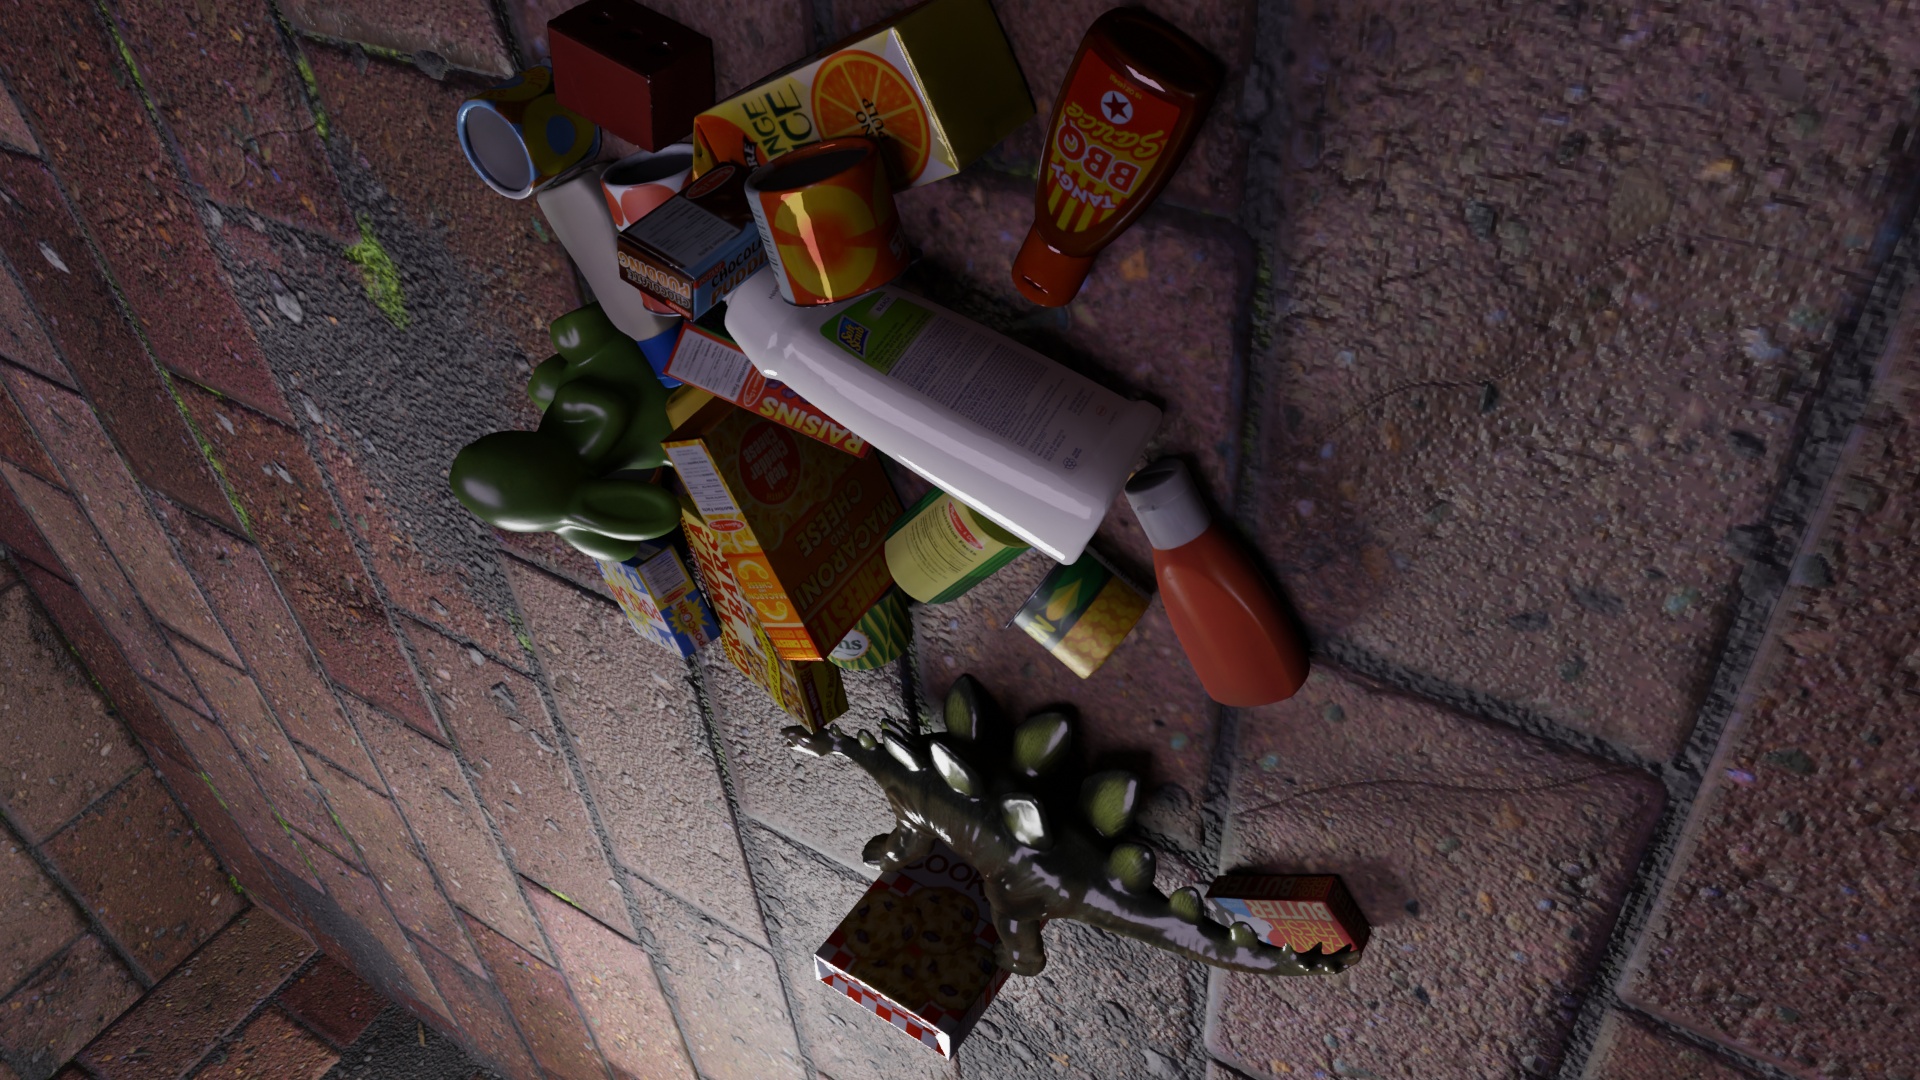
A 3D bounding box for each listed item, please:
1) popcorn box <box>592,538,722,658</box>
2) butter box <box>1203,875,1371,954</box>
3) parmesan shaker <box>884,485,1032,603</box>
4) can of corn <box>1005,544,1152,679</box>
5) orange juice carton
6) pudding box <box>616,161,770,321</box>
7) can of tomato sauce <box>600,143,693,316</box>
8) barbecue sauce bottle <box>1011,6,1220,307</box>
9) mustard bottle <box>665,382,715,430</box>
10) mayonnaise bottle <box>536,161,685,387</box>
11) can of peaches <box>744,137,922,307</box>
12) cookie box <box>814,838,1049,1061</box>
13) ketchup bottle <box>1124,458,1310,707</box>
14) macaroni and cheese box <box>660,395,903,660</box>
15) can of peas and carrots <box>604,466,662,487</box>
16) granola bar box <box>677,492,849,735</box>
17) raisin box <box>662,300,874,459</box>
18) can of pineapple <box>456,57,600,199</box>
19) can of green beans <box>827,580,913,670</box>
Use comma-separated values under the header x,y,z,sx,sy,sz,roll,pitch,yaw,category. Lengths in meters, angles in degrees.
x,y,z,sx,sy,sz,roll,pitch,yaw,category
-0.245,0.040,1.109,0.126,0.038,0.085,12,132,59,popcorn box
0.221,0.253,0.942,0.103,0.024,0.053,-16,115,48,butter box
0.003,-0.011,0.851,0.071,0.072,0.102,47,143,-5,parmesan shaker
0.072,0.043,0.836,0.058,0.071,0.070,39,142,3,can of corn
-0.064,-0.213,0.712,0.192,0.072,0.072,-5,122,44,orange juice carton
-0.125,-0.151,0.695,0.050,0.084,0.030,30,143,15,pudding box
-0.170,-0.187,0.836,0.071,0.071,0.082,14,133,33,can of tomato sauce
0.065,-0.173,0.658,0.065,0.044,0.147,37,142,7,barbecue sauce bottle
-0.128,-0.047,0.936,0.160,0.065,0.049,52,-178,-23,mustard bottle
-0.216,-0.172,0.913,0.064,0.041,0.147,-1,126,44,mayonnaise bottle
-0.060,-0.151,0.654,0.071,0.071,0.057,8,130,36,can of peaches
-0.013,0.299,1.077,0.123,0.168,0.040,23,135,24,cookie box
0.140,0.025,0.780,0.064,0.044,0.148,-9,119,45,ketchup bottle
-0.102,-0.027,0.879,0.040,0.124,0.166,-2,124,38,macaroni and cheese box
-0.261,-0.039,1.054,0.071,0.071,0.058,32,141,13,can of peas and carrots
-0.147,0.049,1.038,0.124,0.039,0.164,32,145,41,granola bar box
-0.099,-0.104,0.798,0.123,0.086,0.040,23,122,-13,raisin box
-0.270,-0.256,0.865,0.071,0.058,0.070,24,138,23,can of pineapple
-0.070,0.048,0.971,0.071,0.071,0.057,17,136,30,can of green beans
